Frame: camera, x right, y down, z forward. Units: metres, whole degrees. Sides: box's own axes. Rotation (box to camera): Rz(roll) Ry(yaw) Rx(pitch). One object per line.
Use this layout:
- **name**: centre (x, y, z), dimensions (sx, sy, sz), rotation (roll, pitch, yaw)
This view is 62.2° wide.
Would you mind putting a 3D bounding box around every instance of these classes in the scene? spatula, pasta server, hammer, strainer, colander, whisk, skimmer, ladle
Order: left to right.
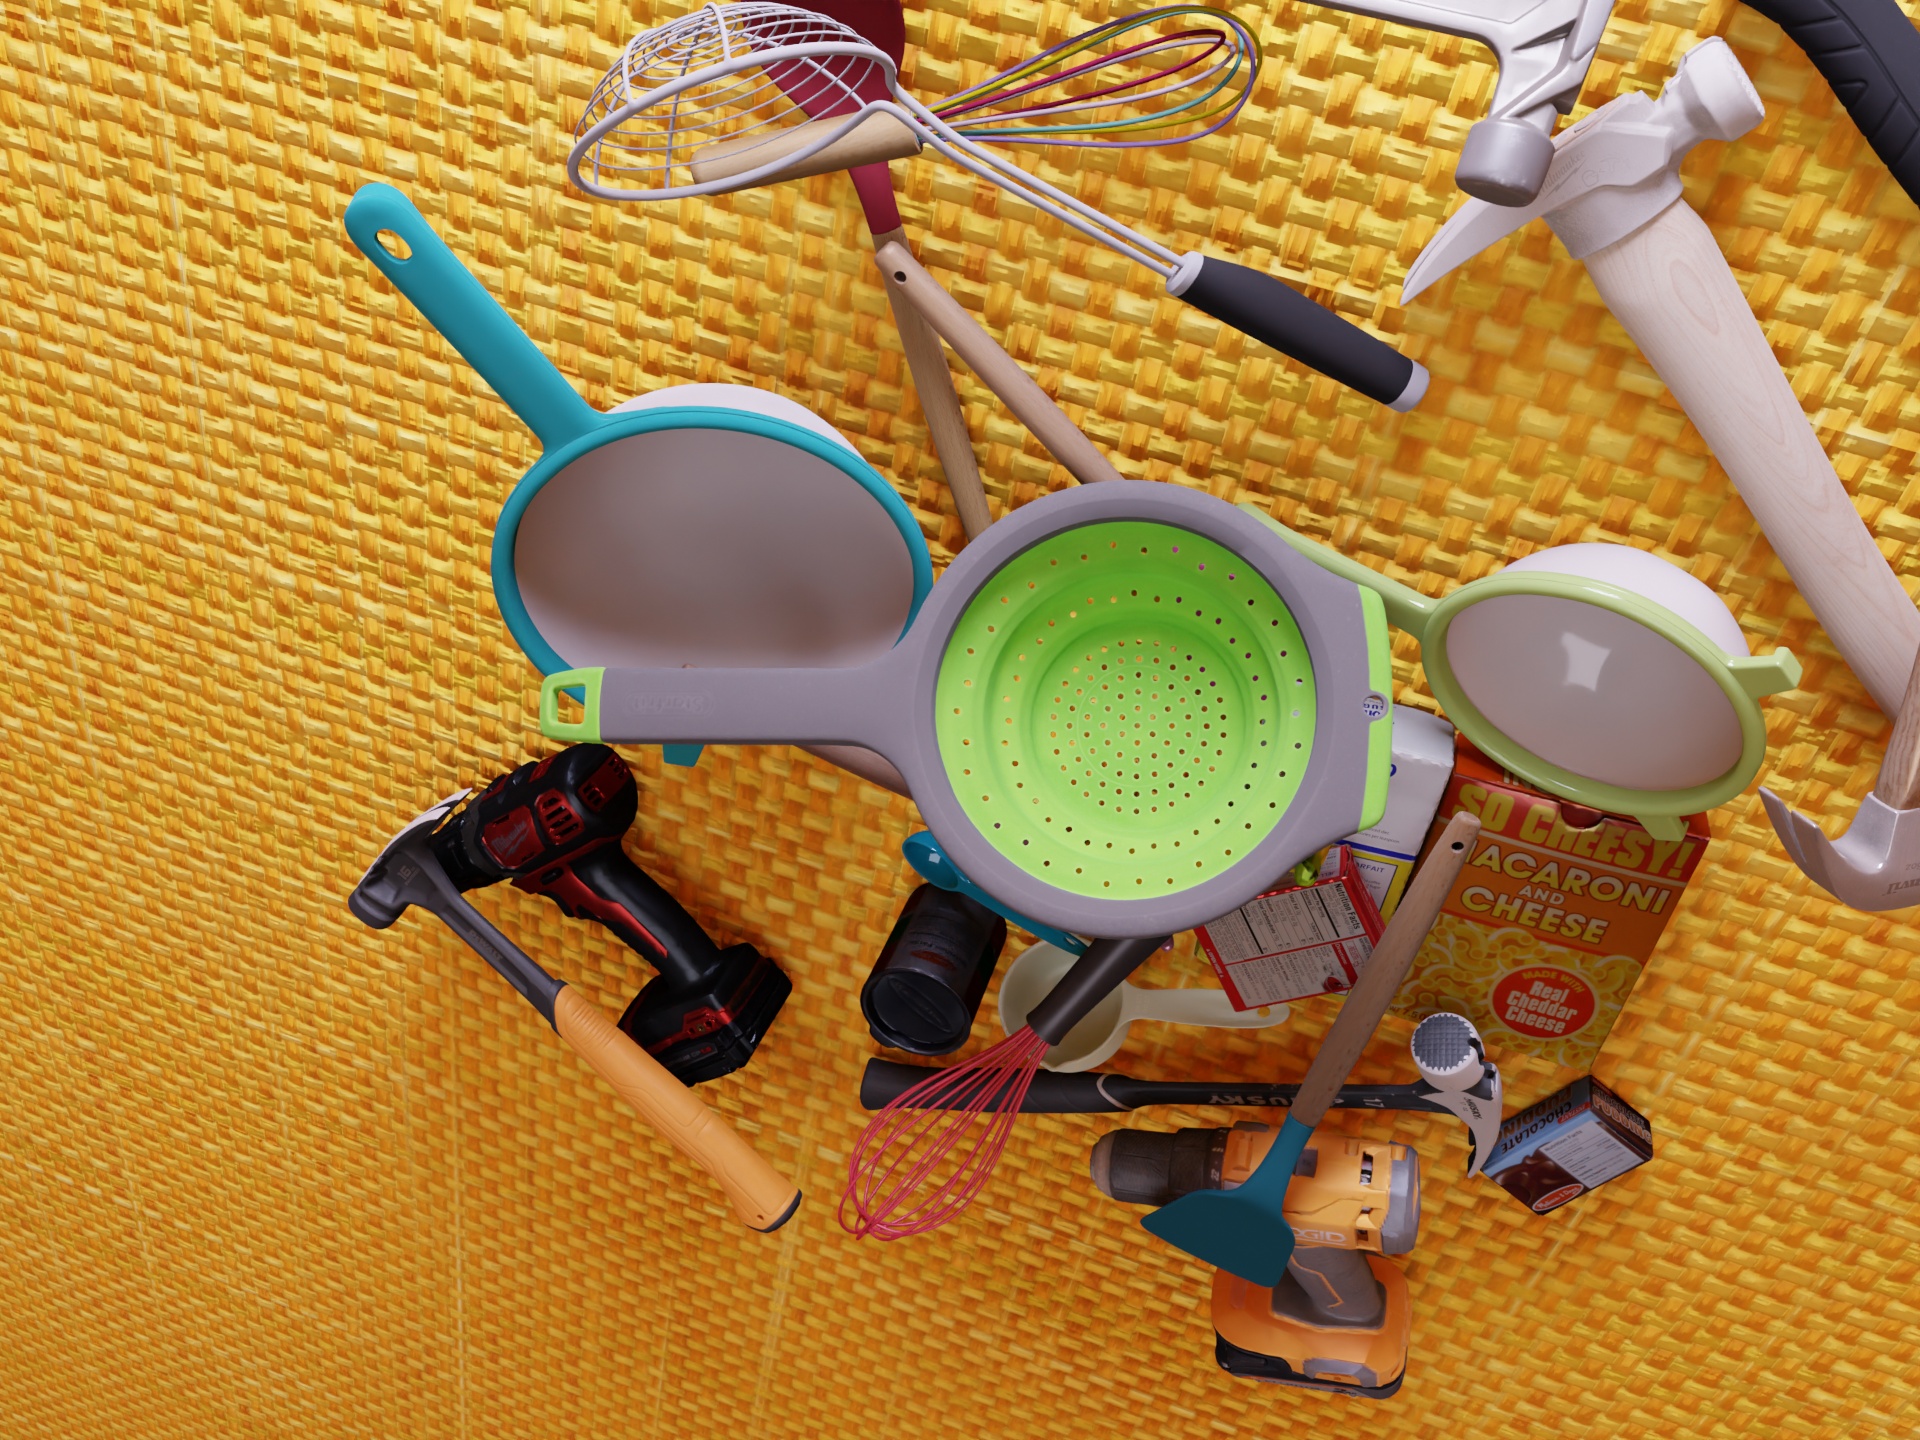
- **hammer**: centre (-0.223, 0.189, 0.975), dimensions (0.337, 0.034, 0.127), rotation (44, 126, -6)
- **strainer**: centre (-0.152, -0.129, 0.756), dimensions (0.211, 0.095, 0.340), rotation (-24, 131, 20)
- **ladle**: centre (-0.026, -0.203, 0.739), dimensions (0.069, 0.031, 0.315), rotation (-9, 121, 16)
- **pasta server**: centre (-0.008, 0.046, 0.842), dimensions (0.316, 0.040, 0.060), rotation (26, 118, -23)
- **colander**: centre (-0.001, -0.002, 0.760), dimensions (0.397, 0.094, 0.204), rotation (0, 84, 12)
- **whisk**: centre (0.002, -0.255, 0.661), dimensions (0.245, 0.047, 0.051), rotation (-7, 85, 14)
- **whisk**: centre (0.033, 0.184, 0.878), dimensions (0.073, 0.073, 0.296), rotation (39, 103, -9)
- **skimmer**: centre (0.030, -0.181, 0.640), dimensions (0.363, 0.090, 0.127), rotation (22, 169, -18)
- **hammer**: centre (0.065, -0.310, 0.598), dimensions (0.359, 0.036, 0.149), rotation (18, 98, 11)
- **hammer**: centre (0.117, 0.225, 0.959), dimensions (0.409, 0.036, 0.149), rotation (-6, 141, 28)
- **spatula**: centre (0.185, 0.176, 0.812), dimensions (0.082, 0.044, 0.317), rotation (25, 114, 6)
- **strainer**: centre (0.246, -0.054, 0.727), dimensions (0.256, 0.069, 0.151), rotation (30, 156, 20)
- **hammer**: centre (0.358, -0.075, 0.681), dimensions (0.146, 0.038, 0.410), rotation (-30, 109, 35)
- **hammer**: centre (0.390, -0.069, 0.608), dimensions (0.130, 0.031, 0.331), rotation (-10, 119, -16)
- **hammer**: centre (0.398, -0.182, 0.596), dimensions (0.334, 0.035, 0.146), rotation (45, 126, -12)

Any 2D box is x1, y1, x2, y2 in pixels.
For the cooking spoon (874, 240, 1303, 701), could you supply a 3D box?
- **cooking spoon**: centre (0.075, -0.107, 0.759), dimensions (0.318, 0.017, 0.068), rotation (43, 130, -18)

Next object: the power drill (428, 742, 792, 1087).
- **power drill**: centre (-0.237, 0.132, 1.013), dimensions (0.188, 0.080, 0.226), rotation (-25, 109, 31)

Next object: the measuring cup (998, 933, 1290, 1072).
- **measuring cup**: centre (0.106, 0.167, 0.914), dimensions (0.167, 0.083, 0.038), rotation (0, 155, 18)

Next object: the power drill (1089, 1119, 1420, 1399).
- **power drill**: centre (0.182, 0.318, 0.958), dimensions (0.185, 0.084, 0.226), rotation (2, 136, 19)

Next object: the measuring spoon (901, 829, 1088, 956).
- **measuring spoon**: centre (0.024, 0.097, 0.910), dimensions (0.129, 0.021, 0.042), rotation (28, 150, 20)
